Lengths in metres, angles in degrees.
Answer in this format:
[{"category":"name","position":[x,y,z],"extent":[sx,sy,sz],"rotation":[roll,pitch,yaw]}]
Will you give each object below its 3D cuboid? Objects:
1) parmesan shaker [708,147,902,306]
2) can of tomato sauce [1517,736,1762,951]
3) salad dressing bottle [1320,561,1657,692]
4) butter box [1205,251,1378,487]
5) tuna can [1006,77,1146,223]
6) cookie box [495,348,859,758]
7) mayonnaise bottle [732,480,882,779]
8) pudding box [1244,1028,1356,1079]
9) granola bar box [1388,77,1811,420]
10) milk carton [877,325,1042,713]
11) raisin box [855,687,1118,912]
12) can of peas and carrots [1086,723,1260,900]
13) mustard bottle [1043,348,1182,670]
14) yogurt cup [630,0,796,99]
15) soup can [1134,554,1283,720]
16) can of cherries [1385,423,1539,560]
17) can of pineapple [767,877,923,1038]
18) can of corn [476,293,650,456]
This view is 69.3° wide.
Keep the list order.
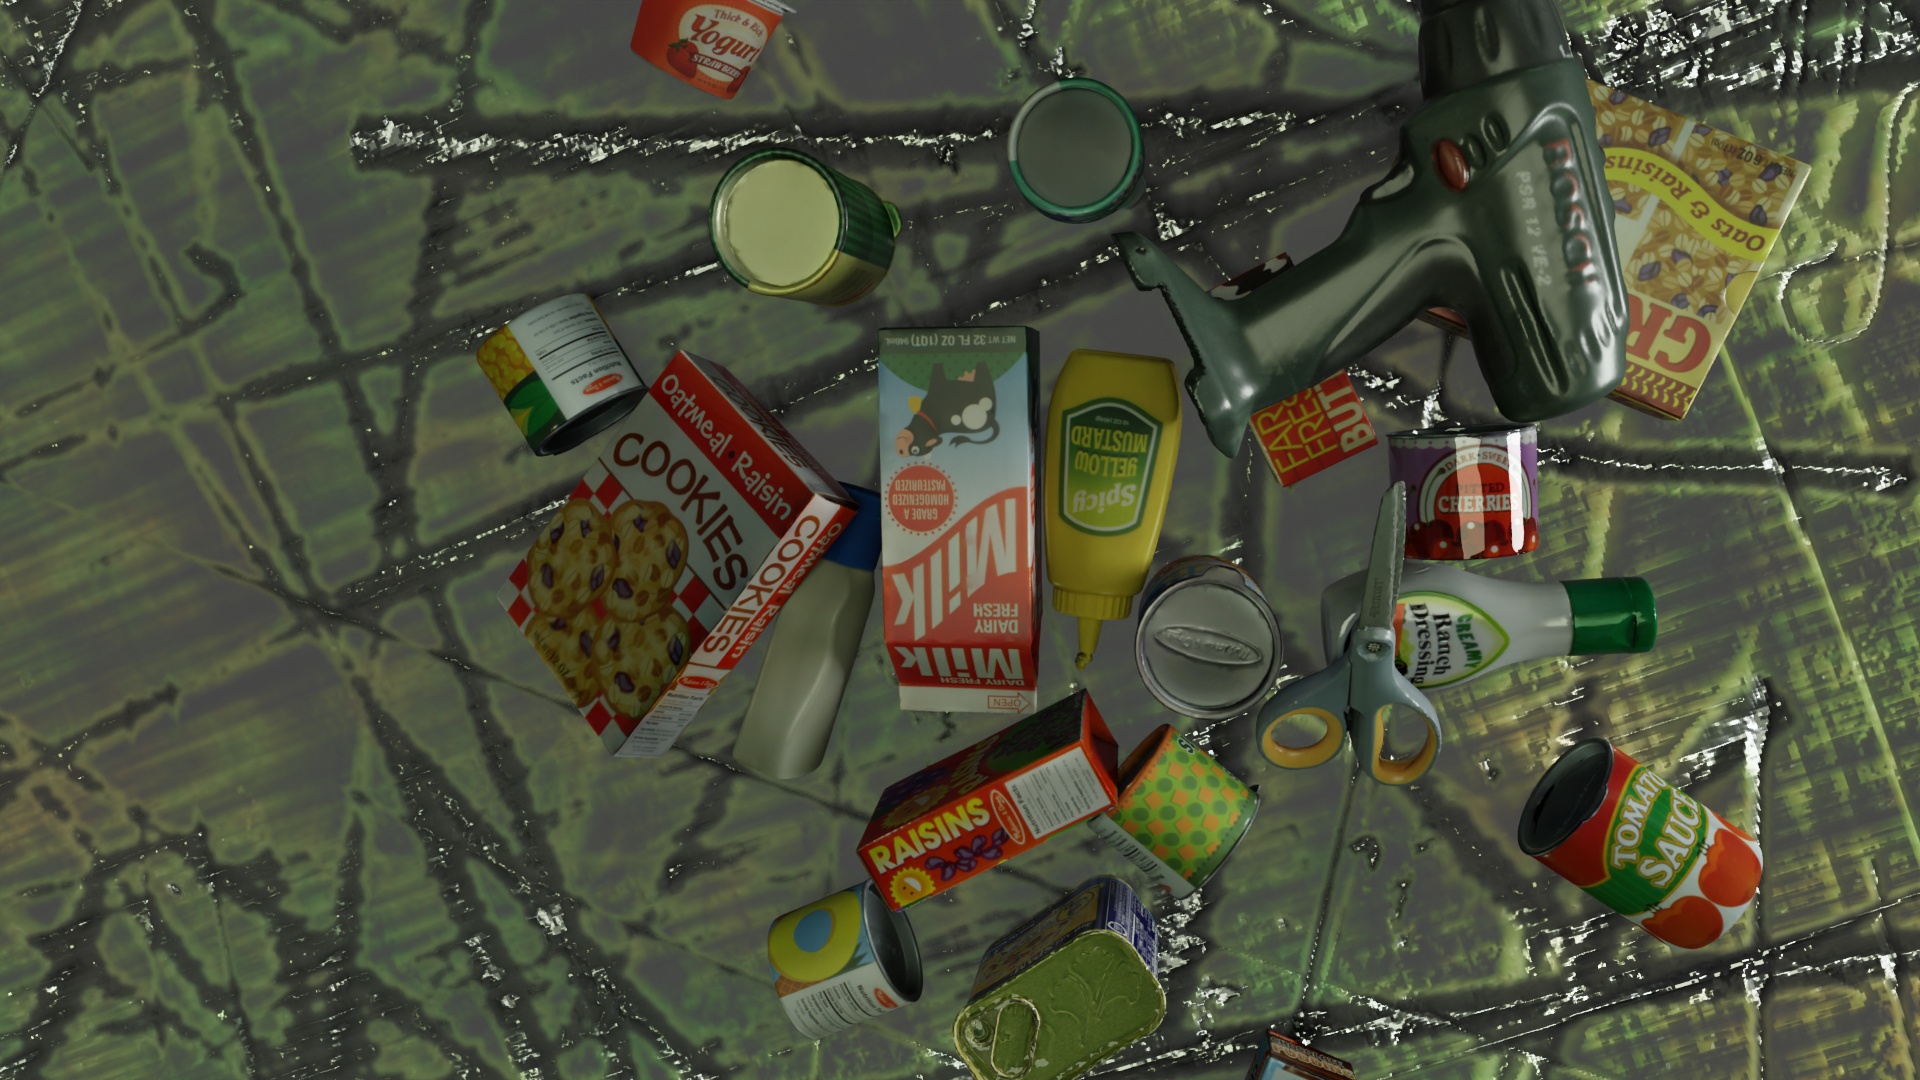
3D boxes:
[{"category":"parmesan shaker","position":[-0.071,-0.148,0.661],"extent":[0.071,0.103,0.071],"rotation":[1,97,8]},{"category":"can of tomato sauce","position":[0.320,0.143,0.655],"extent":[0.083,0.071,0.071],"rotation":[34,100,3]},{"category":"salad dressing bottle","position":[0.250,0.040,0.665],"extent":[0.148,0.044,0.064],"rotation":[-5,112,9]},{"category":"butter box","position":[0.157,-0.082,0.676],"extent":[0.053,0.024,0.103],"rotation":[-27,92,11]},{"category":"tuna can","position":[0.058,-0.187,0.674],"extent":[0.071,0.033,0.071],"rotation":[1,96,9]},{"category":"cookie box","position":[-0.145,0.006,0.698],"extent":[0.123,0.040,0.167],"rotation":[45,102,28]},{"category":"mayonnaise bottle","position":[-0.072,0.044,0.706],"extent":[0.041,0.065,0.148],"rotation":[19,95,14]},{"category":"pudding box","position":[0.165,0.302,0.715],"extent":[0.050,0.030,0.083],"rotation":[20,99,4]},{"category":"granola bar box","position":[0.280,-0.144,0.644],"extent":[0.166,0.039,0.124],"rotation":[24,99,5]},{"category":"milk carton","position":[0.002,-0.009,0.681],"extent":[0.072,0.073,0.190],"rotation":[1,97,8]},{"category":"raisin box","position":[0.016,0.127,0.688],"extent":[0.123,0.086,0.040],"rotation":[-28,97,10]},{"category":"can of peas and carrots","position":[0.106,0.131,0.687],"extent":[0.059,0.071,0.071],"rotation":[38,100,3]},{"category":"mustard bottle","position":[0.071,-0.013,0.683],"extent":[0.065,0.049,0.160],"rotation":[6,97,10]},{"category":"yogurt cup","position":[-0.126,-0.252,0.678],"extent":[0.072,0.072,0.053],"rotation":[30,108,4]},{"category":"soup can","position":[0.118,0.041,0.665],"extent":[0.071,0.084,0.071],"rotation":[1,97,8]},{"category":"can of cherries","position":[0.234,-0.023,0.647],"extent":[0.071,0.071,0.058],"rotation":[-3,97,9]},{"category":"can of pineapple","position":[-0.060,0.215,0.721],"extent":[0.058,0.071,0.071],"rotation":[-24,93,10]},{"category":"can of corn","position":[-0.203,-0.083,0.708],"extent":[0.071,0.071,0.058],"rotation":[-32,91,11]}]
